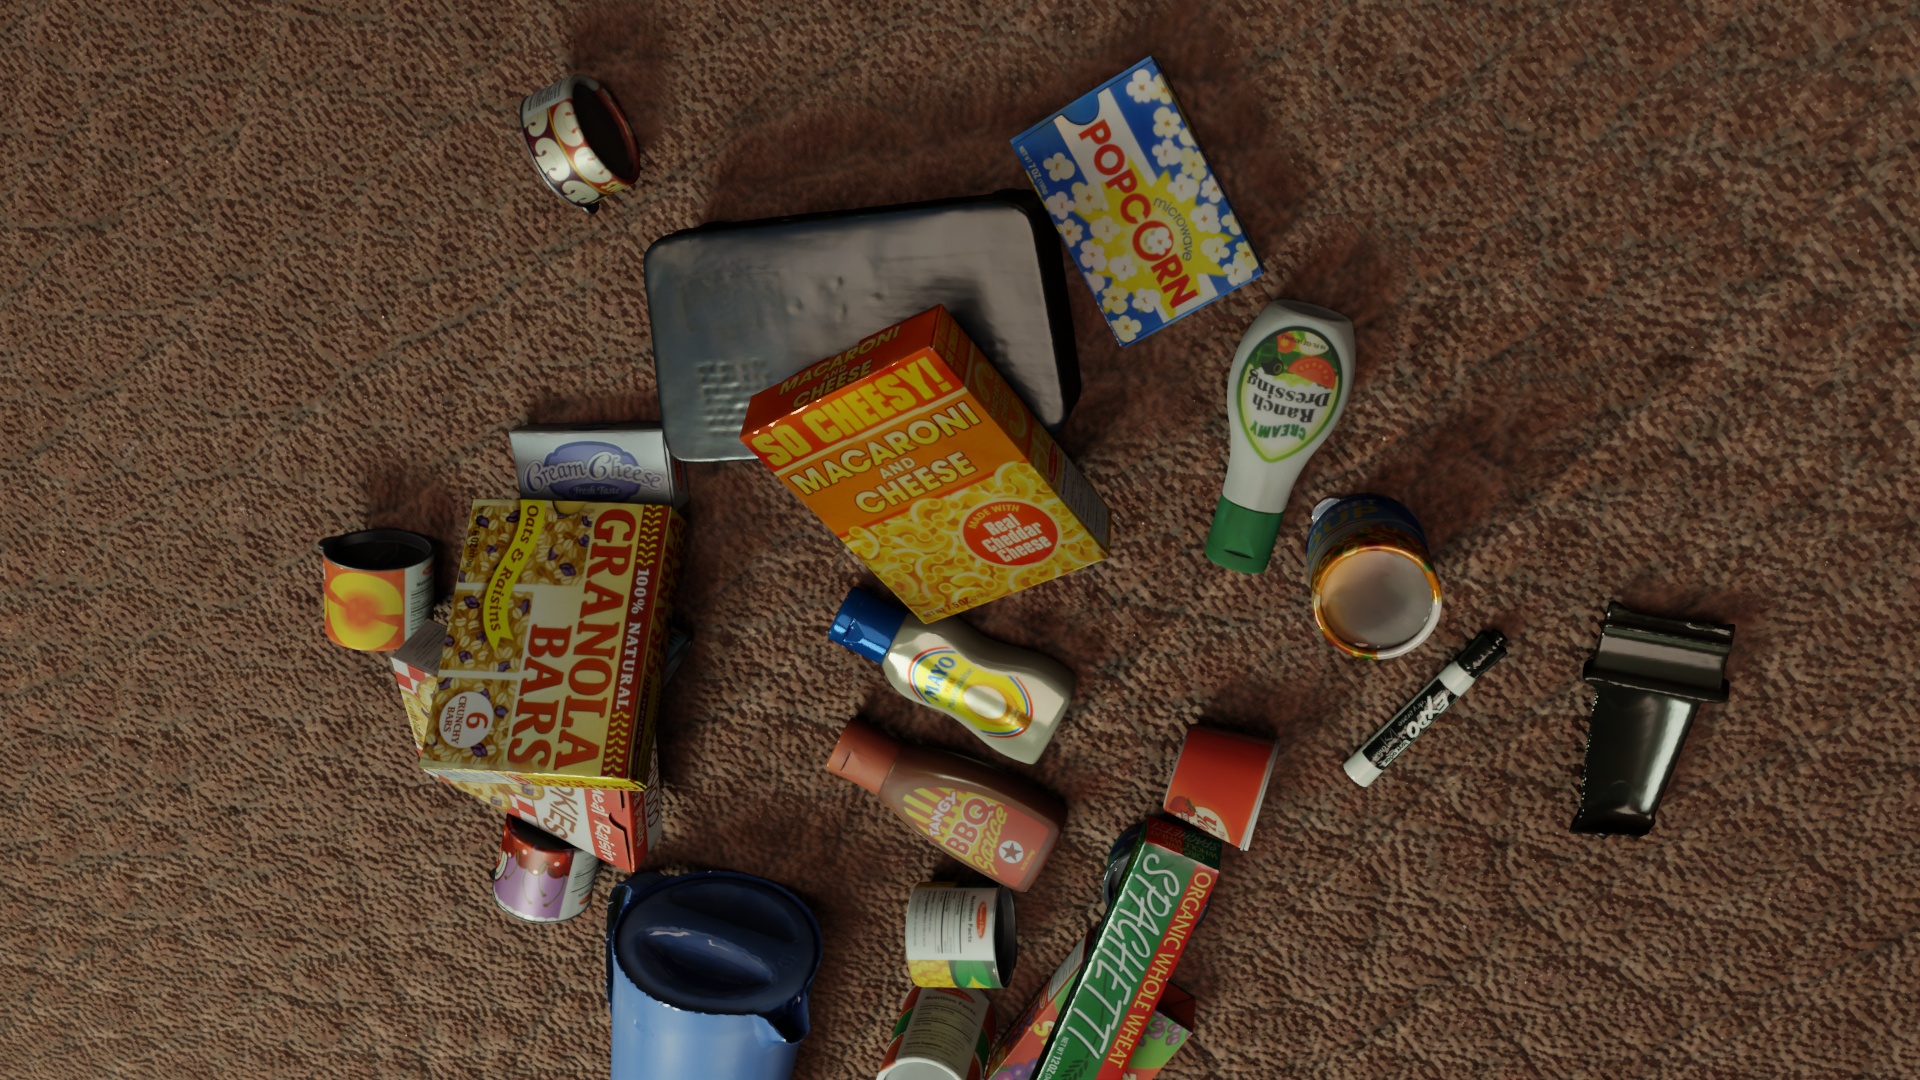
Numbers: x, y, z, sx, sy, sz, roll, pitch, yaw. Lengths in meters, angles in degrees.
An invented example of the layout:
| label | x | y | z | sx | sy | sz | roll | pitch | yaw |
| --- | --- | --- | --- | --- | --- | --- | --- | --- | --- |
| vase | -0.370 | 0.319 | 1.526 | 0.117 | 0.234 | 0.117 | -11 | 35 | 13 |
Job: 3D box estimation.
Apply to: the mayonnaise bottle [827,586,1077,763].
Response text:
| label | x | y | z | sx | sy | sz | roll | pitch | yaw |
| --- | --- | --- | --- | --- | --- | --- | --- | --- | --- |
| mayonnaise bottle | -0.007 | 0.077 | 0.842 | 0.148 | 0.041 | 0.064 | 27 | 114 | 1 |

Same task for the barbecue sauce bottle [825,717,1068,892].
| label | x | y | z | sx | sy | sz | roll | pitch | yaw |
| --- | --- | --- | --- | --- | --- | --- | --- | --- | --- |
| barbecue sauce bottle | -0.011 | 0.160 | 0.870 | 0.148 | 0.044 | 0.064 | 27 | 113 | 2 |

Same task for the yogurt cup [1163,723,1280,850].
| label | x | y | z | sx | sy | sz | roll | pitch | yaw |
| --- | --- | --- | --- | --- | --- | --- | --- | --- | --- |
| yogurt cup | 0.154 | 0.142 | 0.820 | 0.054 | 0.073 | 0.072 | 18 | 112 | 14 |

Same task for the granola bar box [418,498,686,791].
| label | x | y | z | sx | sy | sz | roll | pitch | yaw |
| --- | --- | --- | --- | --- | --- | --- | --- | --- | --- |
| granola bar box | -0.236 | 0.058 | 0.813 | 0.124 | 0.039 | 0.166 | 2 | 70 | 7 |

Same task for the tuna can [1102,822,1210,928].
| label | x | y | z | sx | sy | sz | roll | pitch | yaw |
| --- | --- | --- | --- | --- | --- | --- | --- | --- | --- |
| tuna can | 0.121 | 0.213 | 0.867 | 0.071 | 0.033 | 0.070 | 4 | 109 | 10 |

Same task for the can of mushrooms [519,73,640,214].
| label | x | y | z | sx | sy | sz | roll | pitch | yaw |
| --- | --- | --- | --- | --- | --- | --- | --- | --- | --- |
| can of mushrooms | -0.208 | -0.219 | 0.768 | 0.033 | 0.071 | 0.071 | -20 | 104 | 17 |

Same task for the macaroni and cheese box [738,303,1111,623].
| label | x | y | z | sx | sy | sz | roll | pitch | yaw |
| --- | --- | --- | --- | --- | --- | --- | --- | --- | --- |
| macaroni and cheese box | -0.015 | -0.034 | 0.734 | 0.123 | 0.040 | 0.166 | -22 | 129 | 28 |

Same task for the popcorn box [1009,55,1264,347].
| label | x | y | z | sx | sy | sz | roll | pitch | yaw |
| --- | --- | --- | --- | --- | --- | --- | --- | --- | --- |
| popcorn box | 0.095 | -0.177 | 0.734 | 0.085 | 0.038 | 0.126 | -26 | 102 | 20 |

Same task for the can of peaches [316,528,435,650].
| label | x | y | z | sx | sy | sz | roll | pitch | yaw |
| --- | --- | --- | --- | --- | --- | --- | --- | --- | --- |
| can of peaches | -0.373 | 0.031 | 0.888 | 0.071 | 0.071 | 0.057 | 11 | 112 | 8 |

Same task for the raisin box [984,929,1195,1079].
| label | x | y | z | sx | sy | sz | roll | pitch | yaw |
| --- | --- | --- | --- | --- | --- | --- | --- | --- | --- |
| raisin box | 0.084 | 0.329 | 0.912 | 0.086 | 0.040 | 0.123 | 33 | 111 | -2 |

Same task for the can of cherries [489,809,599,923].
| label | x | y | z | sx | sy | sz | roll | pitch | yaw |
| --- | --- | --- | --- | --- | --- | --- | --- | --- | --- |
| can of cherries | -0.278 | 0.212 | 0.931 | 0.071 | 0.072 | 0.058 | 19 | 112 | 5 |

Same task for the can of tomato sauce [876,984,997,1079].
| label | x | y | z | sx | sy | sz | roll | pitch | yaw |
| --- | --- | --- | --- | --- | --- | --- | --- | --- | --- |
| can of tomato sauce | -0.015 | 0.341 | 0.912 | 0.071 | 0.083 | 0.071 | 4 | 109 | 11 |

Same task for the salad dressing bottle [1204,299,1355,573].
| label | x | y | z | sx | sy | sz | roll | pitch | yaw |
| --- | --- | --- | --- | --- | --- | --- | --- | --- | --- |
| salad dressing bottle | 0.170 | -0.055 | 0.758 | 0.064 | 0.044 | 0.147 | 16 | 111 | 9 |

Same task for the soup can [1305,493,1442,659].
| label | x | y | z | sx | sy | sz | roll | pitch | yaw |
| --- | --- | --- | --- | --- | --- | --- | --- | --- | --- |
| soup can | 0.220 | 0.017 | 0.751 | 0.071 | 0.084 | 0.071 | 4 | 110 | 11 |

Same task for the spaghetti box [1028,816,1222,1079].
| label | x | y | z | sx | sy | sz | roll | pitch | yaw |
| --- | --- | --- | --- | --- | --- | --- | --- | --- | --- |
| spaghetti box | 0.093 | 0.283 | 0.857 | 0.050 | 0.029 | 0.249 | 21 | 111 | 3 |

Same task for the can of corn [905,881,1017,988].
| label | x | y | z | sx | sy | sz | roll | pitch | yaw |
| --- | --- | --- | --- | --- | --- | --- | --- | --- | --- |
| can of corn | 0.002 | 0.253 | 0.889 | 0.058 | 0.071 | 0.071 | -4 | 108 | 14 |

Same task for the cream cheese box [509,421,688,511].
| label | x | y | z | sx | sy | sz | roll | pitch | yaw |
| --- | --- | --- | --- | --- | --- | --- | --- | --- | --- |
| cream cheese box | -0.222 | -0.045 | 0.853 | 0.104 | 0.024 | 0.053 | 0 | 108 | 12 |

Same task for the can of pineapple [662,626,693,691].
| label | x | y | z | sx | sy | sz | roll | pitch | yaw |
| --- | --- | --- | --- | --- | --- | --- | --- | --- | --- |
| can of pineapple | -0.210 | 0.073 | 0.867 | 0.058 | 0.071 | 0.070 | 33 | 112 | -1 |

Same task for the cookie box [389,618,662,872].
| label | x | y | z | sx | sy | sz | roll | pitch | yaw |
| --- | --- | --- | --- | --- | --- | --- | --- | --- | --- |
| cookie box | -0.271 | 0.132 | 0.879 | 0.167 | 0.040 | 0.122 | 22 | 136 | 13 |
